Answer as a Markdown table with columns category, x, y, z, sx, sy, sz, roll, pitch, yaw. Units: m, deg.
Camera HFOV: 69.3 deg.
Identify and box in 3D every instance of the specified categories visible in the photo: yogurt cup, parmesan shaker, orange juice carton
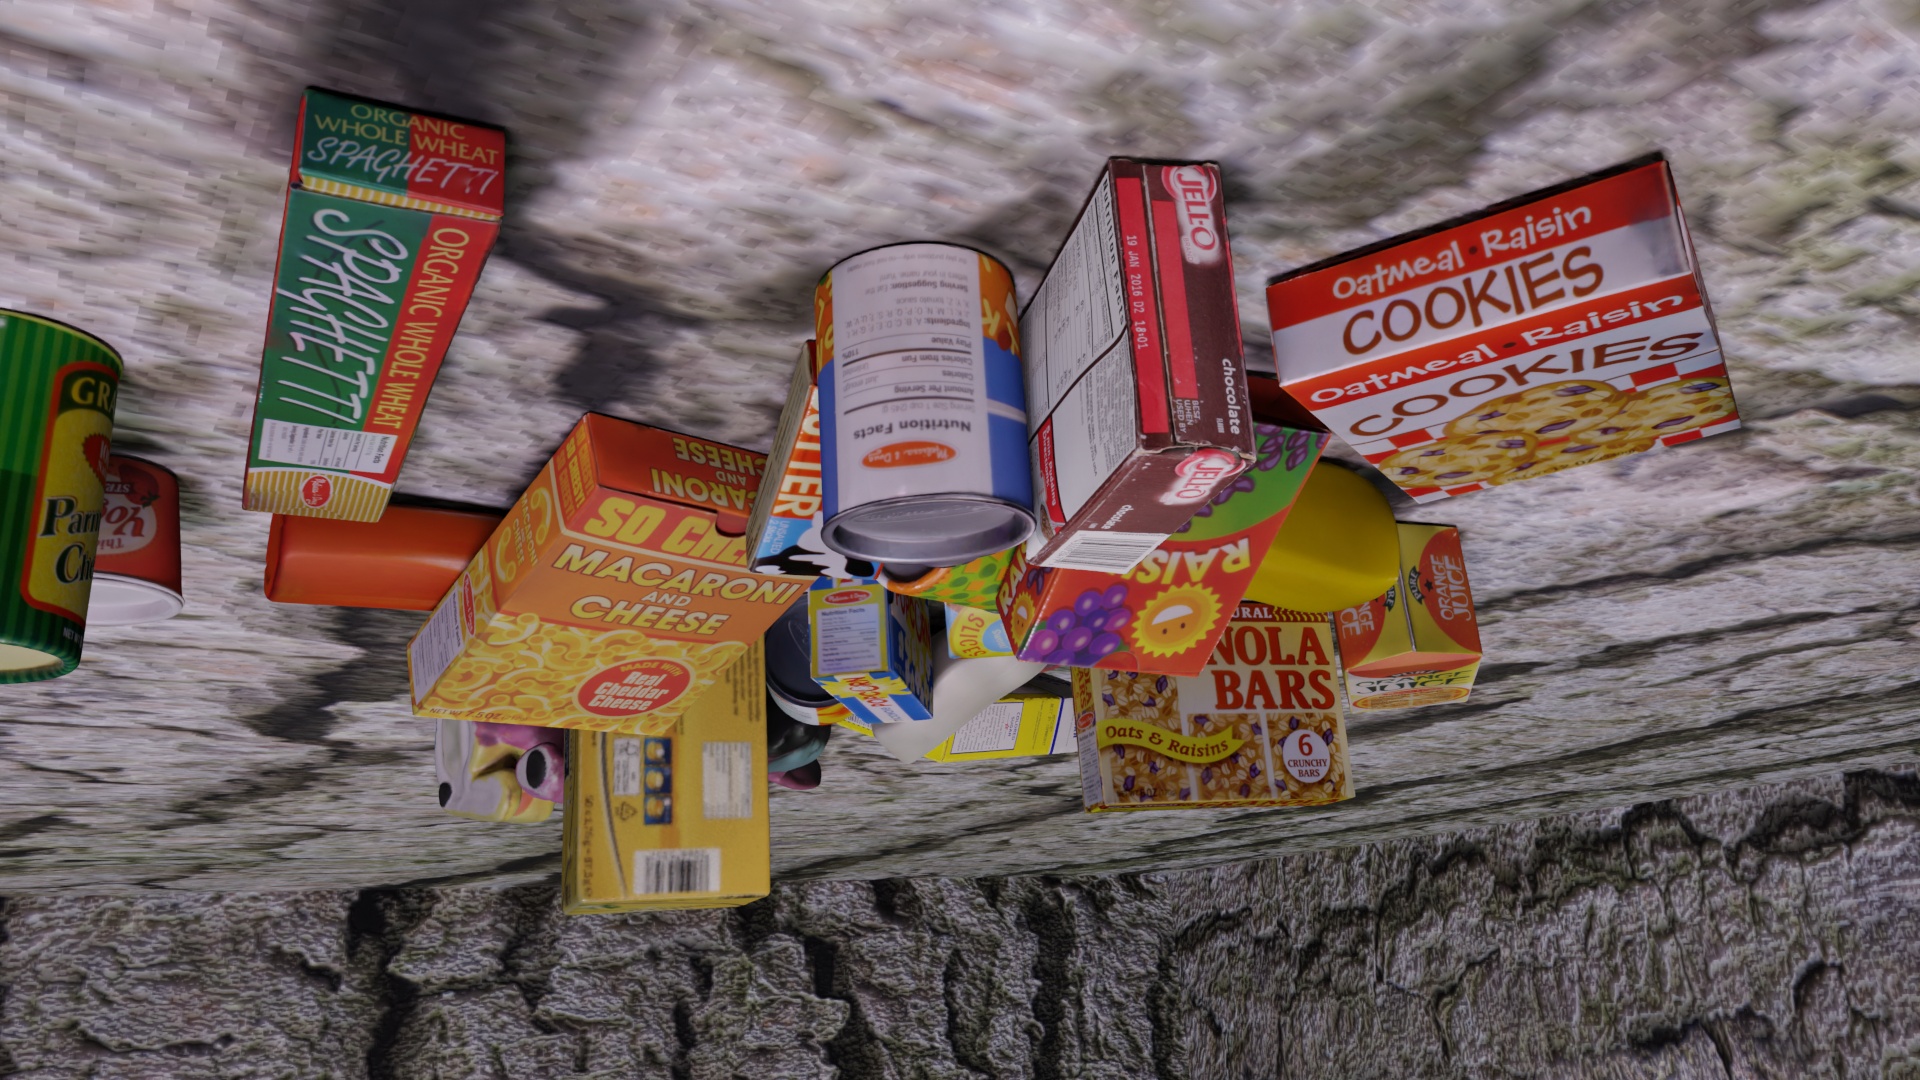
| category | x | y | z | sx | sy | sz | roll | pitch | yaw |
| --- | --- | --- | --- | --- | --- | --- | --- | --- | --- |
| yogurt cup | -0.339 | 0.000 | 0.541 | 0.072 | 0.054 | 0.072 | -4 | 162 | -1 |
| parmesan shaker | -0.306 | -0.011 | 0.434 | 0.071 | 0.103 | 0.071 | -4 | 162 | -1 |
| orange juice carton | 0.249 | 0.046 | 0.787 | 0.073 | 0.072 | 0.192 | -9 | 162 | 15 |

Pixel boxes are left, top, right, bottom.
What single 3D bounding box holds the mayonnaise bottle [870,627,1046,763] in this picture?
| category | x | y | z | sx | sy | sz | roll | pitch | yaw |
| --- | --- | --- | --- | --- | --- | --- | --- | --- | --- |
| mayonnaise bottle | 0.017 | 0.060 | 0.751 | 0.147 | 0.065 | 0.041 | -36 | 115 | 19 |

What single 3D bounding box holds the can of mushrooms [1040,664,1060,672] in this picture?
| category | x | y | z | sx | sy | sz | roll | pitch | yaw |
| --- | --- | --- | --- | --- | --- | --- | --- | --- | --- |
| can of mushrooms | 0.033 | 0.061 | 0.851 | 0.071 | 0.033 | 0.071 | -4 | 161 | -1 |

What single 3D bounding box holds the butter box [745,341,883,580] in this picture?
| category | x | y | z | sx | sy | sz | roll | pitch | yaw |
| --- | --- | --- | --- | --- | --- | --- | --- | --- | --- |
| butter box | -0.044 | -0.026 | 0.514 | 0.053 | 0.024 | 0.103 | 4 | 137 | -22 |

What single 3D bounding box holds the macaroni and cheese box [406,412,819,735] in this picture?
| category | x | y | z | sx | sy | sz | roll | pitch | yaw |
| --- | --- | --- | --- | --- | --- | --- | --- | --- | --- |
| macaroni and cheese box | -0.142 | 0.024 | 0.597 | 0.124 | 0.040 | 0.165 | 13 | 136 | -42 |

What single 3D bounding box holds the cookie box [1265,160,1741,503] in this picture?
| category | x | y | z | sx | sy | sz | roll | pitch | yaw |
| --- | --- | --- | --- | --- | --- | --- | --- | --- | --- |
| cookie box | 0.195 | -0.064 | 0.487 | 0.122 | 0.040 | 0.167 | -15 | 160 | 30 |

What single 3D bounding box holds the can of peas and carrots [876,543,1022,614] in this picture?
| category | x | y | z | sx | sy | sz | roll | pitch | yaw |
| --- | --- | --- | --- | --- | --- | --- | --- | --- | --- |
| can of peas and carrots | 0.002 | -0.007 | 0.579 | 0.059 | 0.071 | 0.070 | 14 | 155 | -42 |

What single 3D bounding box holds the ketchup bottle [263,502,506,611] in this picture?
| category | x | y | z | sx | sy | sz | roll | pitch | yaw |
| --- | --- | --- | --- | --- | --- | --- | --- | --- | --- |
| ketchup bottle | -0.224 | 0.010 | 0.616 | 0.149 | 0.043 | 0.064 | 7 | 158 | -31 |

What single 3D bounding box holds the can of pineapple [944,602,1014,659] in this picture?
| category | x | y | z | sx | sy | sz | roll | pitch | yaw |
| --- | --- | --- | --- | --- | --- | --- | --- | --- | --- |
| can of pineapple | 0.021 | 0.025 | 0.677 | 0.058 | 0.071 | 0.071 | -4 | 162 | 0 |

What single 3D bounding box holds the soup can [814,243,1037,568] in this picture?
| category | x | y | z | sx | sy | sz | roll | pitch | yaw |
| --- | --- | --- | --- | --- | --- | --- | --- | --- | --- |
| soup can | -0.012 | -0.040 | 0.440 | 0.071 | 0.084 | 0.071 | -3 | 162 | -1 |

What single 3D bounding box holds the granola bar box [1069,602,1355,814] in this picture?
| category | x | y | z | sx | sy | sz | roll | pitch | yaw |
| --- | --- | --- | --- | --- | --- | --- | --- | --- | --- |
| granola bar box | 0.152 | 0.101 | 0.851 | 0.166 | 0.124 | 0.039 | 2 | 161 | -17 |

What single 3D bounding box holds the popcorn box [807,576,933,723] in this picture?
| category | x | y | z | sx | sy | sz | roll | pitch | yaw |
| --- | --- | --- | --- | --- | --- | --- | --- | --- | --- |
| popcorn box | -0.042 | 0.036 | 0.671 | 0.038 | 0.085 | 0.126 | -5 | 162 | 6 |

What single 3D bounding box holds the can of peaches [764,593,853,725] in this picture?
| category | x | y | z | sx | sy | sz | roll | pitch | yaw |
| --- | --- | --- | --- | --- | --- | --- | --- | --- | --- |
| can of peaches | -0.079 | 0.067 | 0.796 | 0.071 | 0.071 | 0.058 | -3 | 162 | -4 |

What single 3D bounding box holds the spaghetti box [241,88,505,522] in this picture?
| category | x | y | z | sx | sy | sz | roll | pitch | yaw |
| --- | --- | --- | --- | --- | --- | --- | --- | --- | --- |
| spaghetti box | -0.192 | -0.057 | 0.437 | 0.050 | 0.029 | 0.249 | 6 | 160 | -28 |

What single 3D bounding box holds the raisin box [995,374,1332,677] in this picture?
| category | x | y | z | sx | sy | sz | roll | pitch | yaw |
| --- | --- | --- | --- | --- | --- | --- | --- | --- | --- |
| raisin box | 0.075 | -0.006 | 0.534 | 0.086 | 0.040 | 0.122 | 6 | 126 | -23 |

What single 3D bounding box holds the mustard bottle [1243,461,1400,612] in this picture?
| category | x | y | z | sx | sy | sz | roll | pitch | yaw |
| --- | --- | --- | --- | --- | --- | --- | --- | --- | --- |
| mustard bottle | 0.116 | -0.010 | 0.607 | 0.160 | 0.065 | 0.048 | 11 | 151 | -22 |
